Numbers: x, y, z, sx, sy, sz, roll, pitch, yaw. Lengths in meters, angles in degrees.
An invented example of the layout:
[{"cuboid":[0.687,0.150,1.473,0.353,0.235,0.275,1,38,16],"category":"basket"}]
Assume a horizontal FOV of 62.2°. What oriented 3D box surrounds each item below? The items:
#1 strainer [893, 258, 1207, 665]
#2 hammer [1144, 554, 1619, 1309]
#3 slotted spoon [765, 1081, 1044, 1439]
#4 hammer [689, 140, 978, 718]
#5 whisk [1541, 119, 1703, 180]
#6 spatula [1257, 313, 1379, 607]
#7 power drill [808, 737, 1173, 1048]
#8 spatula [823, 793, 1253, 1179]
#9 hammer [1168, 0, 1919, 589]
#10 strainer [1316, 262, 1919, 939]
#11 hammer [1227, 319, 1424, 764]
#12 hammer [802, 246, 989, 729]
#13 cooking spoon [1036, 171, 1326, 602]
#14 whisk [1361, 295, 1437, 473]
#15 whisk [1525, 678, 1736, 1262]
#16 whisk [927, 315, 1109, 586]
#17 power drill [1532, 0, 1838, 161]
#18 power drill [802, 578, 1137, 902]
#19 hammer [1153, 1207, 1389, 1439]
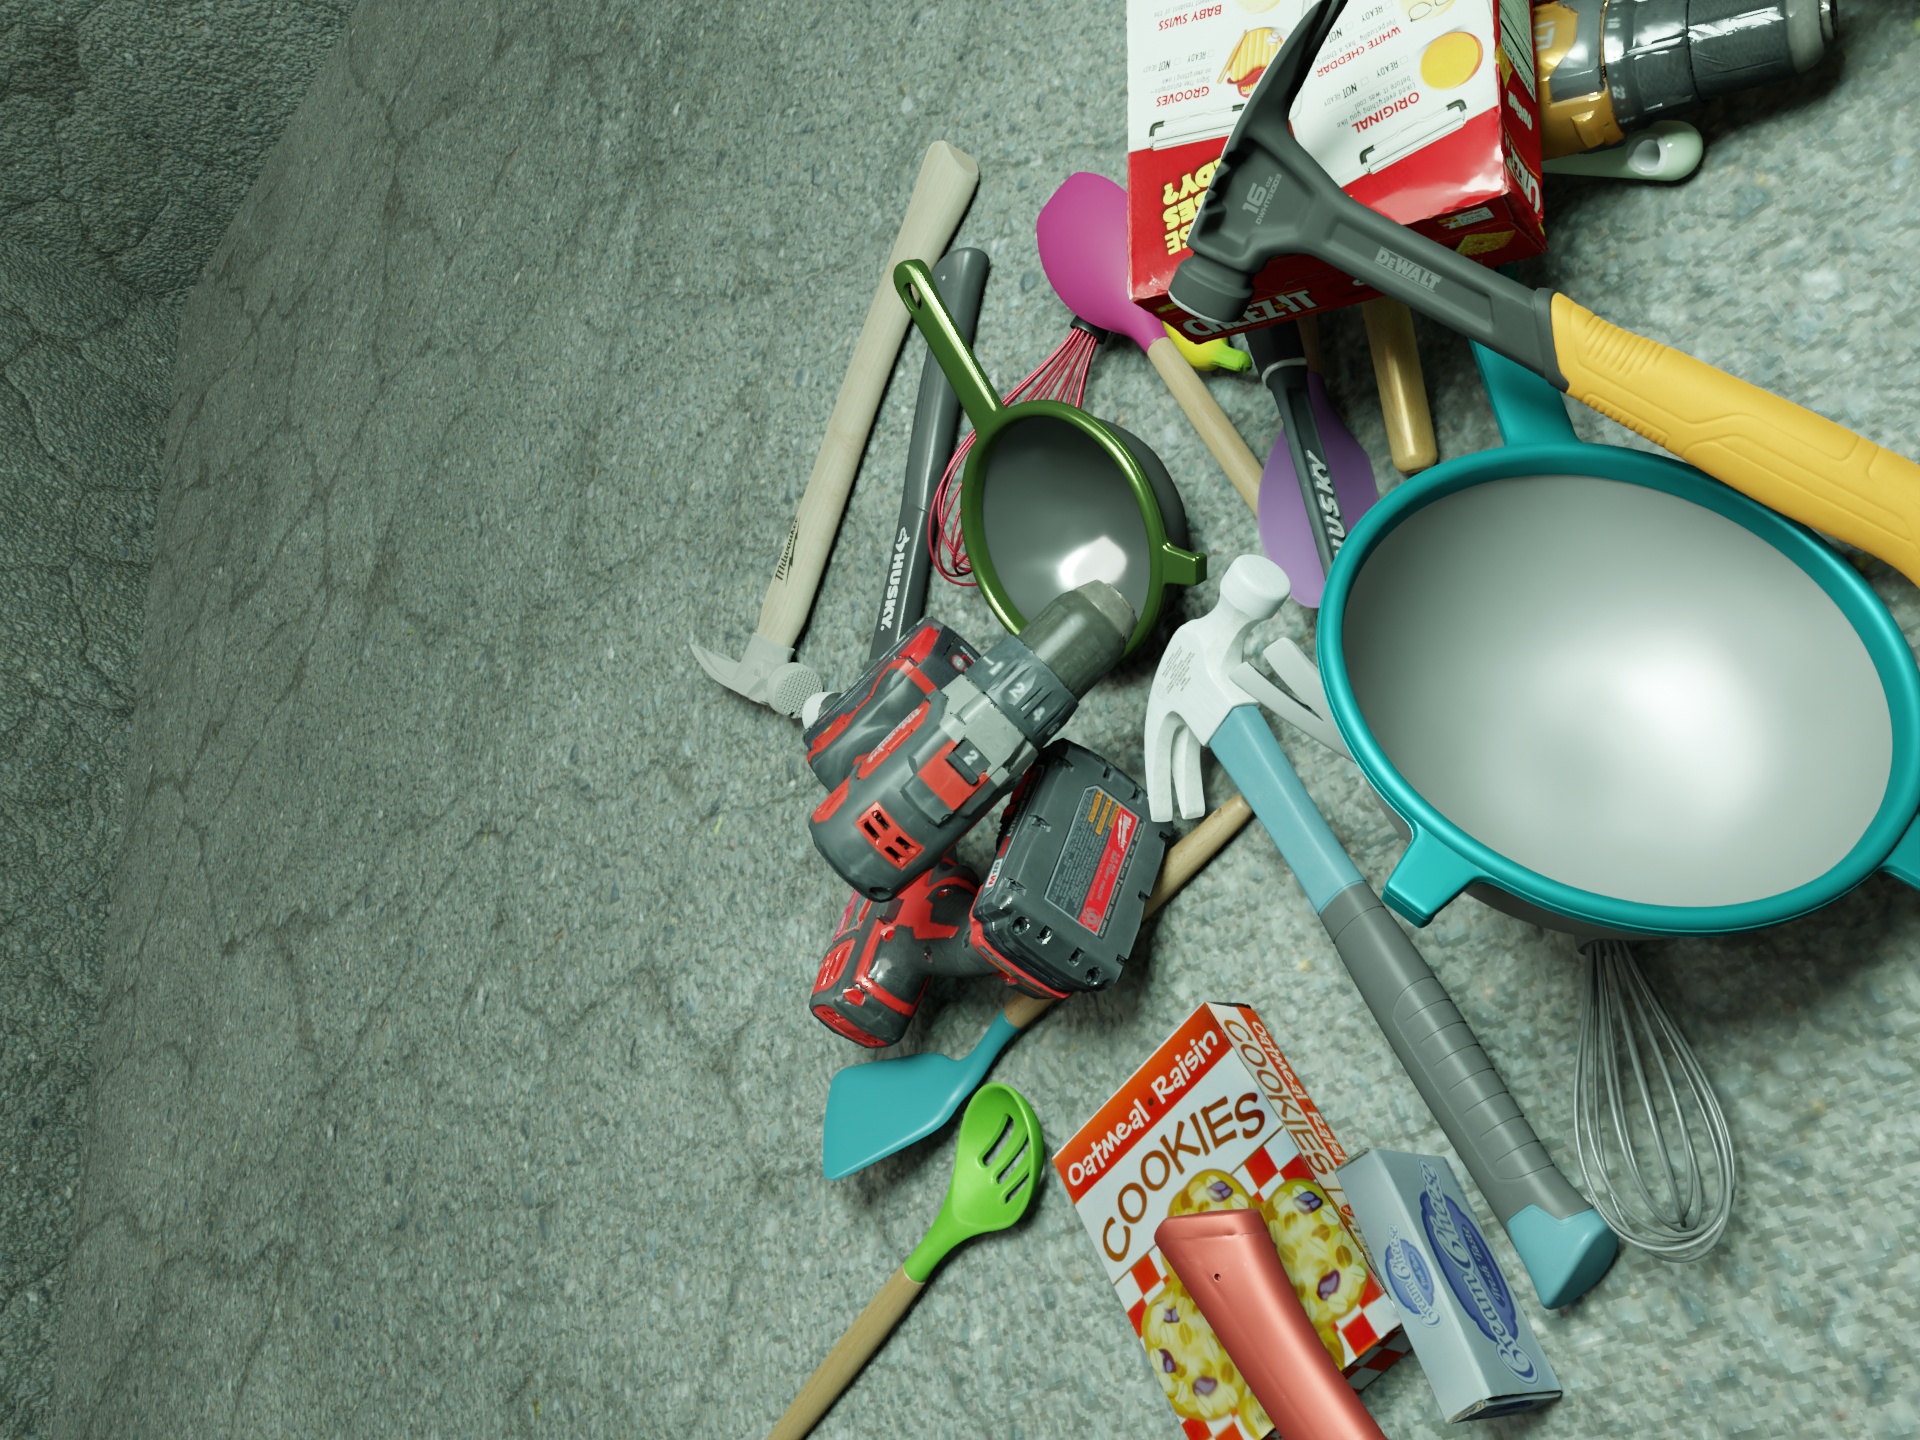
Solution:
[{"cuboid":[0.047,-0.152,0.880,0.256,0.069,0.151,61,143,10],"category":"strainer"},{"cuboid":[0.173,0.088,0.686,0.331,0.033,0.128,63,140,32],"category":"hammer"},{"cuboid":[-0.039,0.322,0.886,0.313,0.031,0.070,-56,41,21],"category":"slotted spoon"},{"cuboid":[-0.084,-0.210,1.133,0.146,0.038,0.410,24,94,52],"category":"hammer"},{"cuboid":[0.243,-0.283,0.774,0.247,0.059,0.057,27,134,47],"category":"whisk"},{"cuboid":[0.176,-0.198,0.828,0.060,0.018,0.316,-5,65,9],"category":"spatula"},{"cuboid":[0.008,0.094,0.858,0.219,0.078,0.143,-28,32,52],"category":"power drill"},{"cuboid":[0.037,0.140,0.852,0.317,0.044,0.082,-47,22,25],"category":"spatula"},{"cuboid":[0.241,-0.133,0.574,0.337,0.034,0.127,33,128,14],"category":"hammer"},{"cuboid":[0.230,-0.050,0.633,0.095,0.211,0.341,90,178,-55],"category":"strainer"},{"cuboid":[0.153,-0.152,0.751,0.036,0.149,0.409,-37,49,39],"category":"hammer"},{"cuboid":[-0.022,-0.150,1.038,0.146,0.035,0.335,-2,75,50],"category":"hammer"},{"cuboid":[0.119,-0.183,0.853,0.068,0.017,0.319,-45,57,30],"category":"cooking spoon"},{"cuboid":[0.197,-0.240,0.762,0.047,0.051,0.245,-13,86,40],"category":"whisk"},{"cuboid":[0.252,0.088,0.623,0.055,0.055,0.239,-30,51,40],"category":"whisk"},{"cuboid":[0.065,-0.212,0.943,0.073,0.073,0.296,35,98,50],"category":"whisk"},{"cuboid":[0.283,-0.351,0.701,0.185,0.084,0.226,-1,70,37],"category":"power drill"},{"cuboid":[-0.001,-0.003,0.836,0.188,0.080,0.227,-44,10,-1],"category":"power drill"},{"cuboid":[0.178,0.337,0.580,0.149,0.036,0.359,-53,52,21],"category":"hammer"}]
